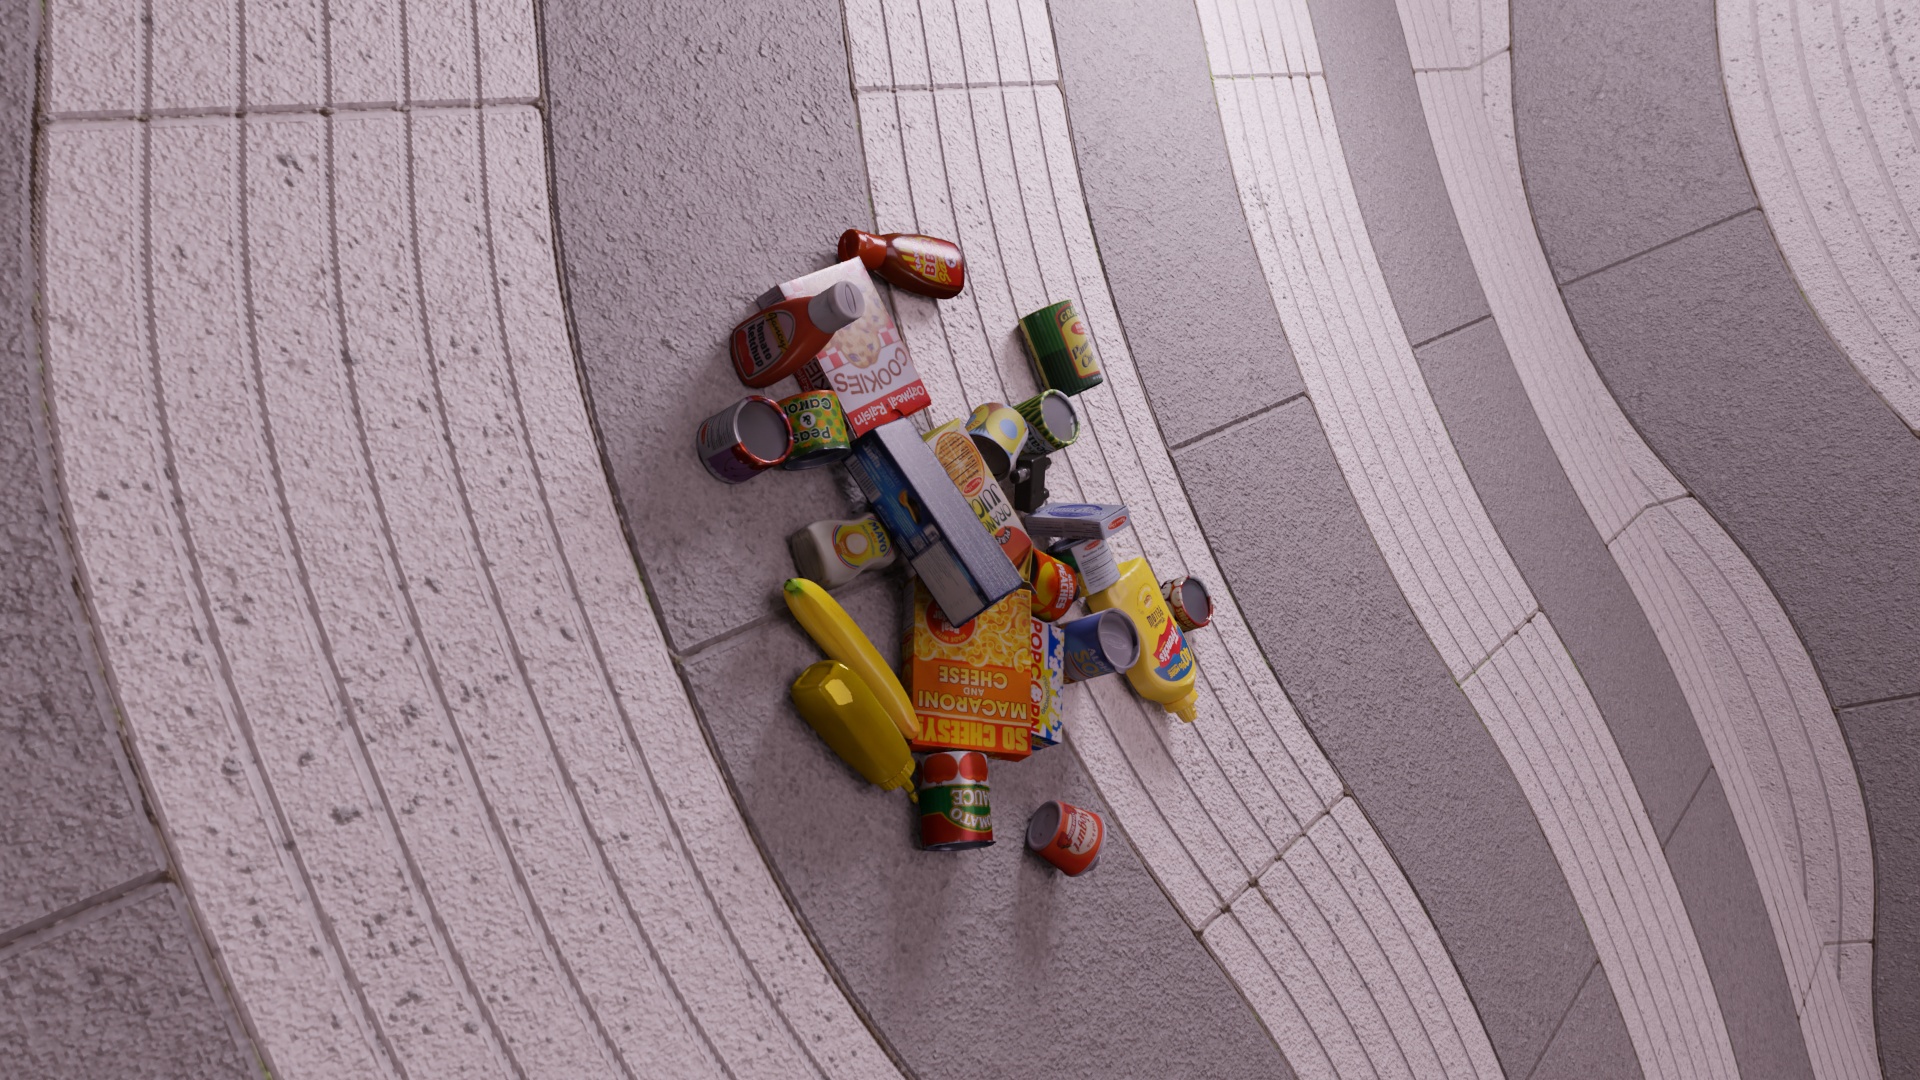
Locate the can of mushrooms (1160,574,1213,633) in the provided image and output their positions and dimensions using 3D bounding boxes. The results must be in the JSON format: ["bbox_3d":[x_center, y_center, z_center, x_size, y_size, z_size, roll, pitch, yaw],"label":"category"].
[{"bbox_3d":[0.269,0.077,1.656,0.071,0.033,0.071,20,60,-40],"label":"can of mushrooms"}]

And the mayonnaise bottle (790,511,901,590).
[{"bbox_3d":[-0.091,0.002,1.316,0.149,0.041,0.065,-18,84,-48],"label":"mayonnaise bottle"}]

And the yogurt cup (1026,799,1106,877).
[{"bbox_3d":[0.103,0.293,1.379,0.054,0.072,0.073,31,54,-23],"label":"yogurt cup"}]

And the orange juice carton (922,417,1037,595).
[{"bbox_3d":[0.005,-0.018,1.398,0.073,0.071,0.192,-41,104,-47],"label":"orange juice carton"}]

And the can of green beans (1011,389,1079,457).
[{"bbox_3d":[0.090,-0.127,1.540,0.071,0.057,0.071,19,61,-39],"label":"can of green beans"}]

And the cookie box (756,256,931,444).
[{"bbox_3d":[-0.112,-0.186,1.373,0.123,0.040,0.167,-33,98,-47],"label":"cookie box"}]

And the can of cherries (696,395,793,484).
[{"bbox_3d":[-0.190,-0.089,1.241,0.071,0.058,0.072,19,61,-39],"label":"can of cherries"}]

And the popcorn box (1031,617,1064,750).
[{"bbox_3d":[0.063,0.141,1.418,0.085,0.038,0.127,24,58,-37],"label":"popcorn box"}]

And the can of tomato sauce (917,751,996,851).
[{"bbox_3d":[-0.004,0.242,1.285,0.071,0.071,0.083,14,64,-42],"label":"can of tomato sauce"}]

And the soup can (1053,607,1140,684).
[{"bbox_3d":[0.137,0.115,1.469,0.071,0.083,0.071,19,61,-39],"label":"soup can"}]

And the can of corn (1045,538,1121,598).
[{"bbox_3d":[0.134,0.025,1.518,0.071,0.071,0.058,-32,101,-47],"label":"can of corn"}]

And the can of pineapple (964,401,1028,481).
[{"bbox_3d":[0.030,-0.105,1.465,0.071,0.071,0.058,48,46,-21],"label":"can of pineapple"}]

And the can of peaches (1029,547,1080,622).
[{"bbox_3d":[0.081,0.045,1.451,0.058,0.071,0.071,27,57,-35],"label":"can of peaches"}]

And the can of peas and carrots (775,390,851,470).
[{"bbox_3d":[-0.140,-0.103,1.289,0.071,0.070,0.059,-6,78,-47],"label":"can of peas and carrots"}]

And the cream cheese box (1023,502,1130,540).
[{"bbox_3d":[0.125,-0.021,1.499,0.053,0.104,0.024,-27,113,-46],"label":"cream cheese box"}]

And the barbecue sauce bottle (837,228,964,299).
[{"bbox_3d":[-0.062,-0.296,1.466,0.149,0.043,0.065,4,73,-44],"label":"barbecue sauce bottle"}]

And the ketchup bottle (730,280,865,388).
[{"bbox_3d":[-0.147,-0.191,1.260,0.043,0.148,0.065,-6,79,-48],"label":"ketchup bottle"}]

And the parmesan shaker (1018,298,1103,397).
[{"bbox_3d":[0.117,-0.218,1.600,0.071,0.071,0.103,-24,92,-48],"label":"parmesan shaker"}]

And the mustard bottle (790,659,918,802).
[{"bbox_3d":[-0.084,0.176,1.239,0.160,0.065,0.049,54,53,-23],"label":"mustard bottle"}]

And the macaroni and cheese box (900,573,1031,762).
[{"bbox_3d":[0.006,0.124,1.338,0.124,0.040,0.167,9,66,-19],"label":"macaroni and cheese box"}]
